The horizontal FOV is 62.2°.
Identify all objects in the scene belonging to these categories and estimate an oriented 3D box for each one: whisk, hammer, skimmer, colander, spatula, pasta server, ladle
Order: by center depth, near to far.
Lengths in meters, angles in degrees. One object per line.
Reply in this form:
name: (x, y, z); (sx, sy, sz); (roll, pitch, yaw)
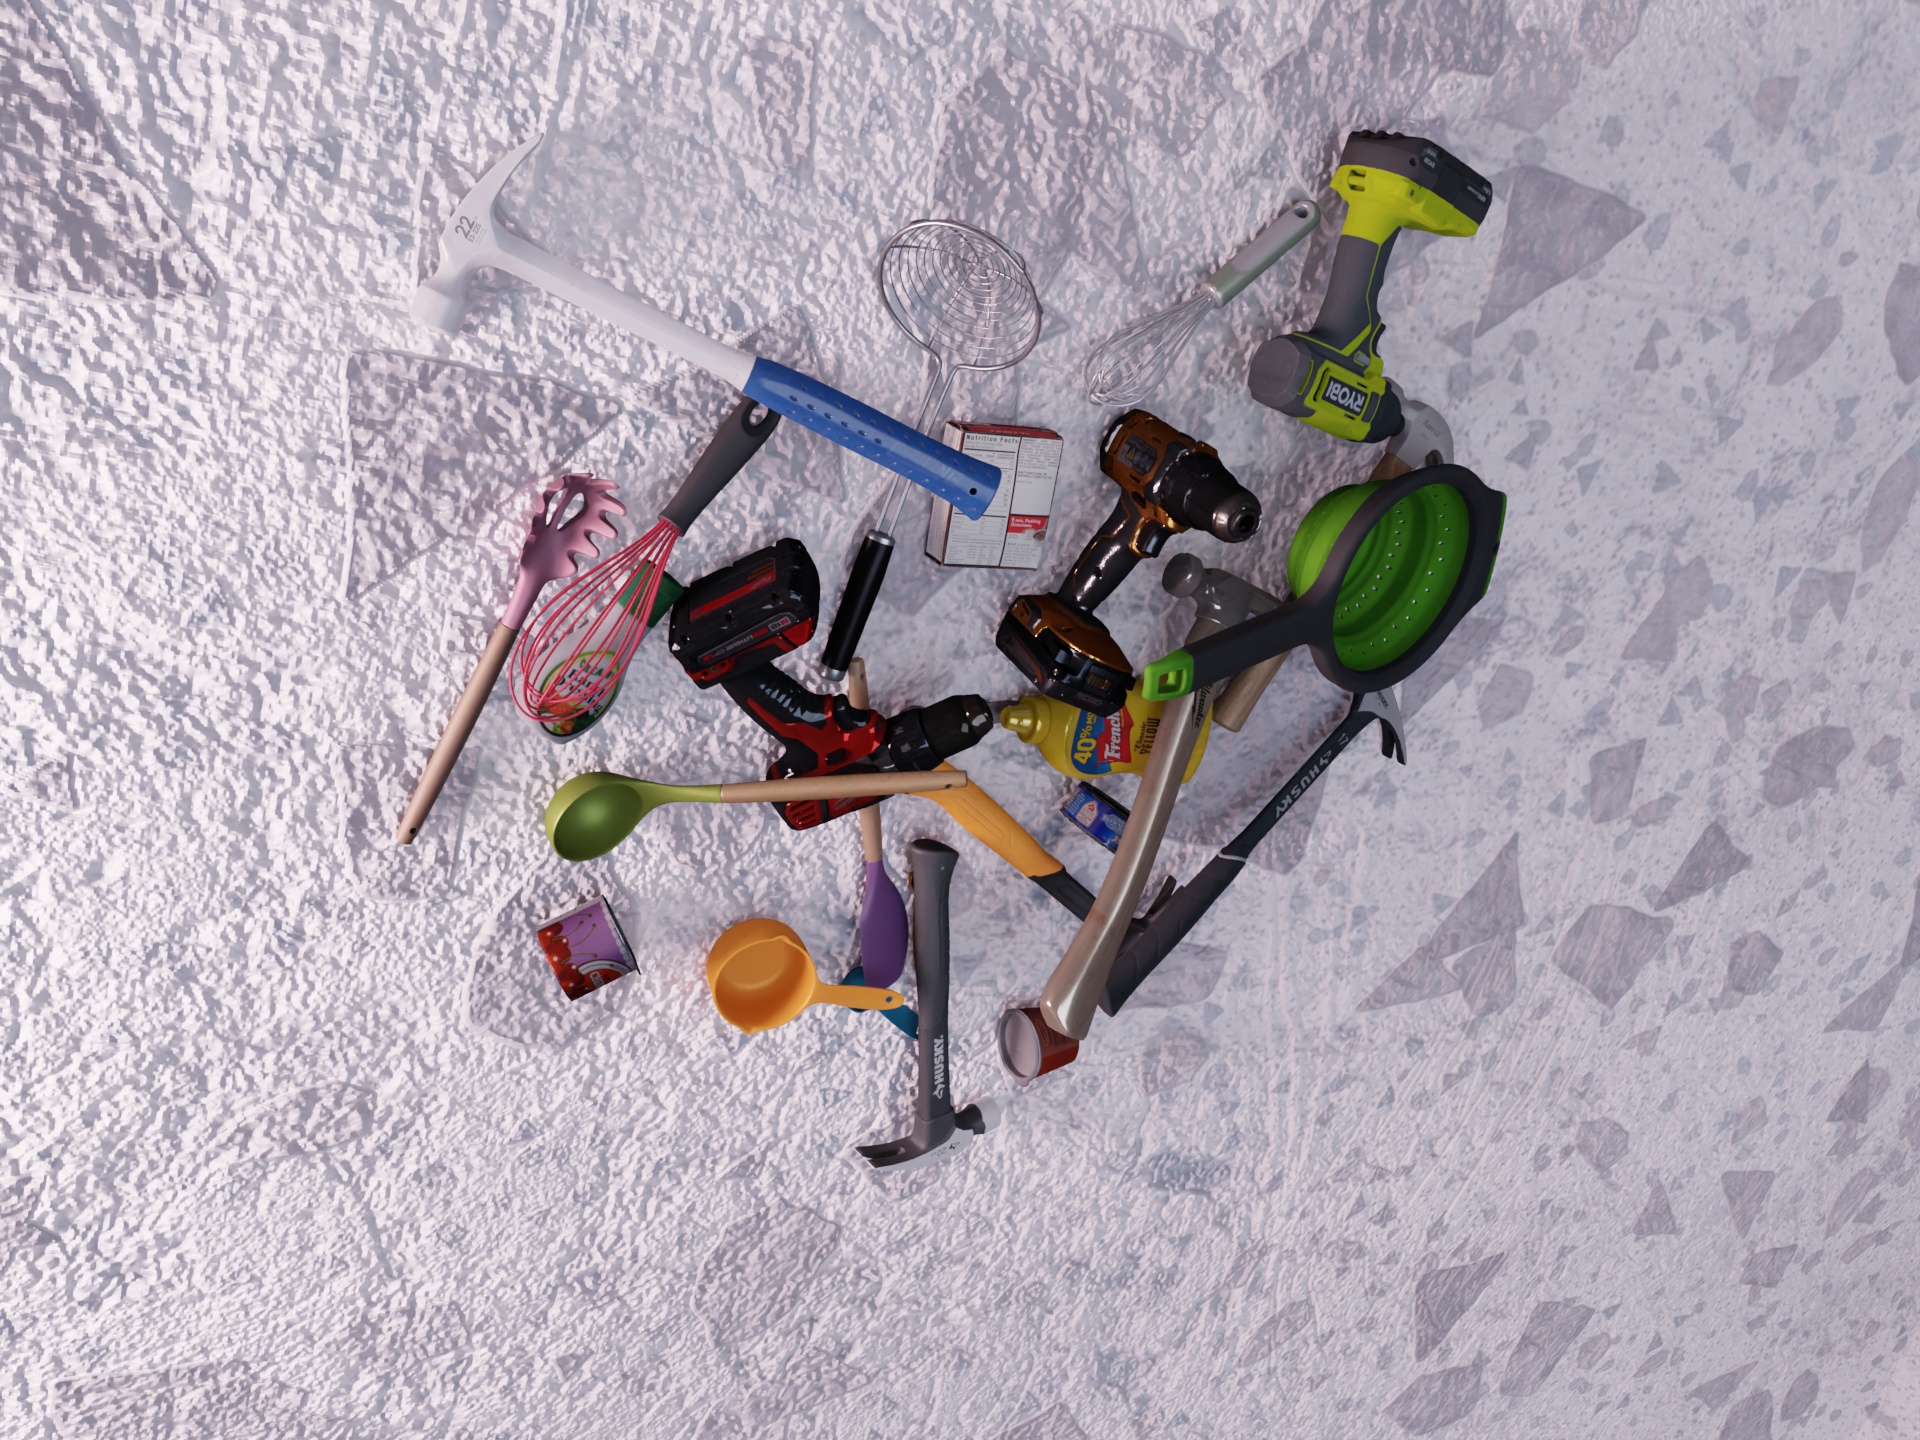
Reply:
hammer: (-0.152, -0.247, 1.084); (0.405, 0.035, 0.144); (24, 101, -19)
whisk: (-0.215, -0.121, 1.120); (0.073, 0.073, 0.296); (44, 73, -34)
pasta server: (-0.333, -0.042, 1.142); (0.060, 0.040, 0.316); (19, 106, -43)
skimmer: (-0.047, -0.187, 1.177); (0.127, 0.090, 0.363); (24, 109, 6)
ladle: (-0.154, 0.064, 1.199); (0.320, 0.062, 0.078); (-4, 141, 3)
whisk: (0.192, -0.330, 1.251); (0.246, 0.058, 0.059); (-41, 159, -7)
colander: (0.277, -0.106, 1.296); (0.397, 0.095, 0.204); (-22, 130, -29)
spatula: (-0.073, 0.093, 1.339); (0.060, 0.018, 0.315); (-29, 125, -41)
hammer: (0.170, 0.074, 1.344); (0.146, 0.038, 0.411); (23, 86, -27)
hammer: (0.066, 0.115, 1.409); (0.127, 0.034, 0.336); (-47, 124, 3)
hammer: (-0.029, 0.255, 1.413); (0.146, 0.035, 0.334); (-17, 120, -32)
hammer: (0.326, -0.132, 1.417); (0.130, 0.031, 0.331); (27, 100, -32)
hammer: (0.266, 0.114, 1.473); (0.409, 0.036, 0.149); (-46, 126, -9)

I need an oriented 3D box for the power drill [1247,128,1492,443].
power drill: (0.332, -0.338, 1.274); (0.171, 0.080, 0.223); (11, 104, -41)

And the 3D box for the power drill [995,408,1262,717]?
power drill: (0.135, -0.117, 1.243); (0.084, 0.186, 0.226); (20, 107, -33)

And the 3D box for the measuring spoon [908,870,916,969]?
measuring spoon: (-0.036, 0.178, 1.406); (0.021, 0.011, 0.116); (-20, 124, -28)

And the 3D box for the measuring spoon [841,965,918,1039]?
measuring spoon: (-0.068, 0.256, 1.425); (0.128, 0.021, 0.042); (45, 68, -43)

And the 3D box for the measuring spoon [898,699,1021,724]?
measuring spoon: (-0.002, -0.004, 1.334); (0.124, 0.018, 0.034); (-9, 116, -29)

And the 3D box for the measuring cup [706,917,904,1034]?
measuring cup: (-0.132, 0.217, 1.348); (0.173, 0.052, 0.095); (12, 108, -27)

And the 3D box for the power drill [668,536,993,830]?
power drill: (-0.097, -0.026, 1.212); (0.188, 0.080, 0.226); (-24, 126, 11)
